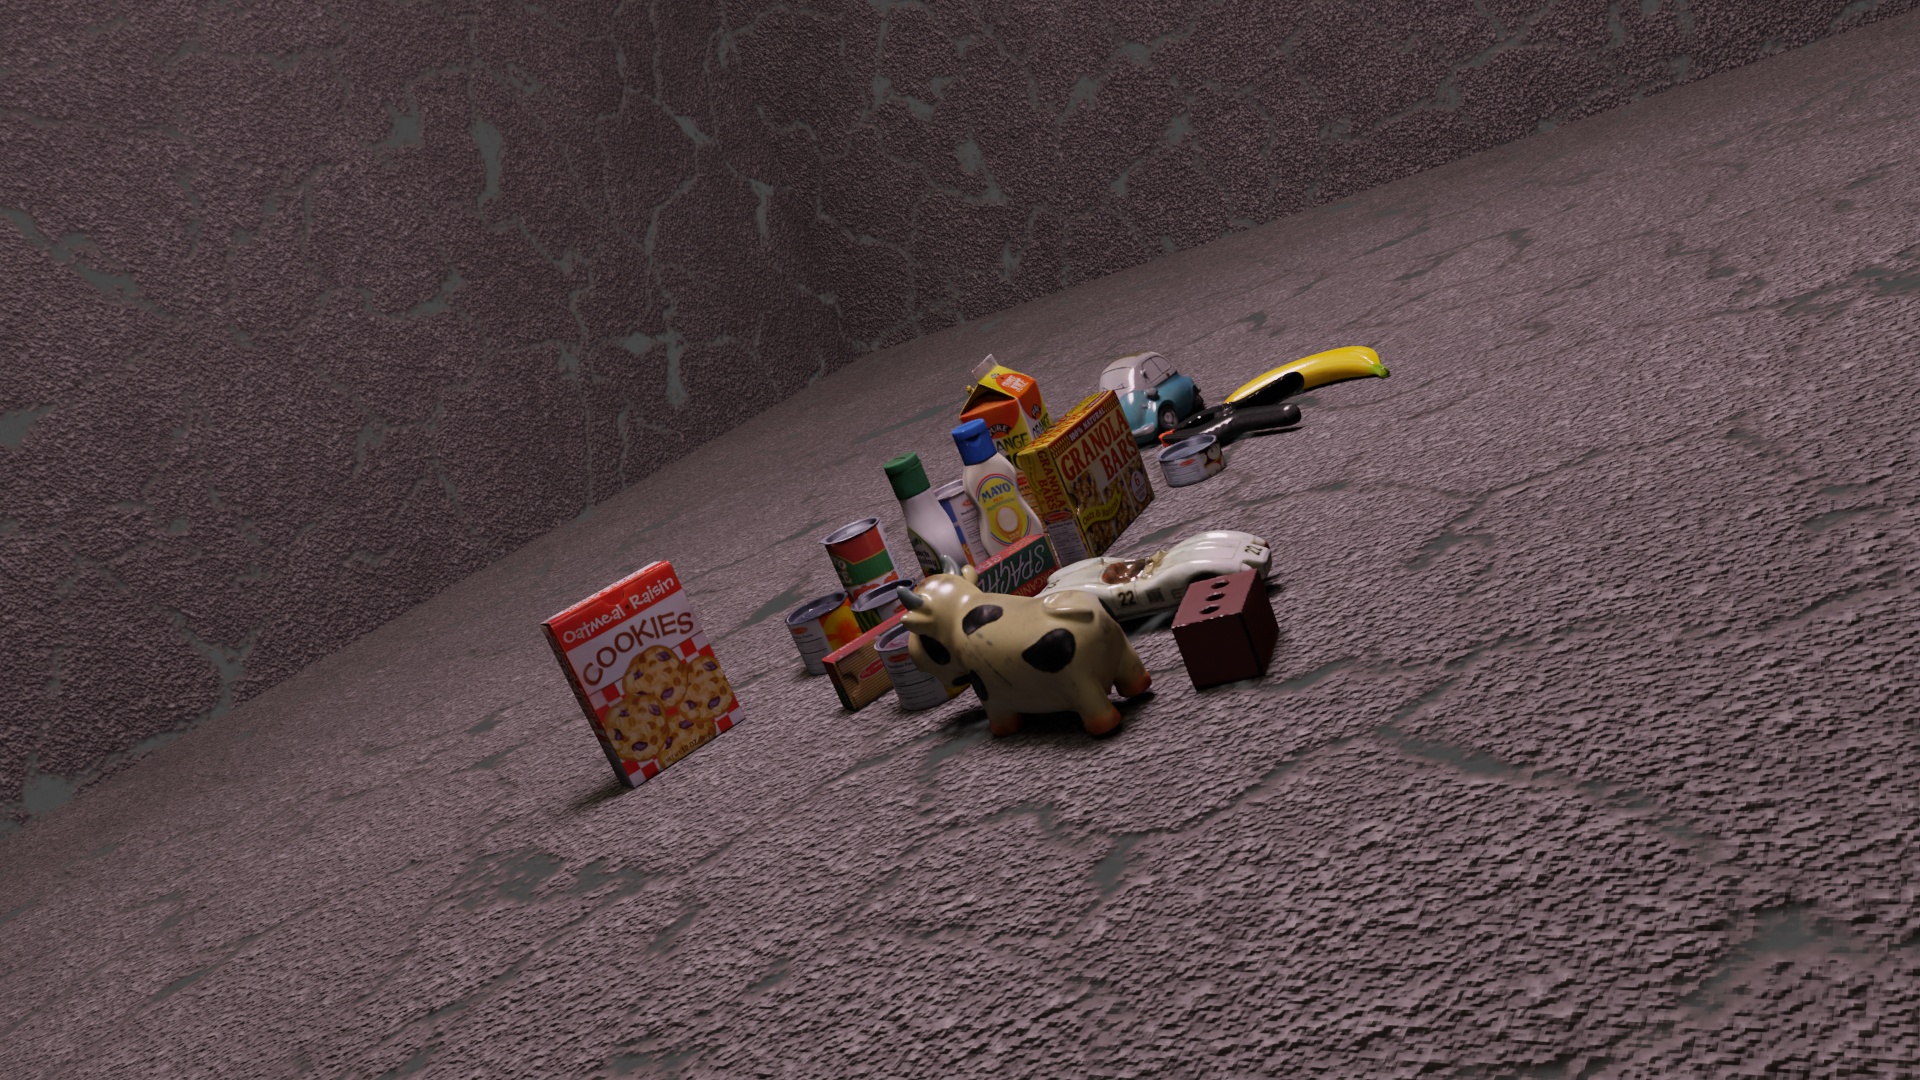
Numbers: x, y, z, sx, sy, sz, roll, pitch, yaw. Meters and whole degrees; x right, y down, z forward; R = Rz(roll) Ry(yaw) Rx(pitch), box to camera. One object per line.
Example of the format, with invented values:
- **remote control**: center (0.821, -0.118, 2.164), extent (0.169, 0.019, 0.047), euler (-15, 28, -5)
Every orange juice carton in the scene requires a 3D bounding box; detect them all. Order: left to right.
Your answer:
- **orange juice carton**: center (0.059, -0.104, 1.492), extent (0.073, 0.192, 0.072), euler (-16, 15, 25)

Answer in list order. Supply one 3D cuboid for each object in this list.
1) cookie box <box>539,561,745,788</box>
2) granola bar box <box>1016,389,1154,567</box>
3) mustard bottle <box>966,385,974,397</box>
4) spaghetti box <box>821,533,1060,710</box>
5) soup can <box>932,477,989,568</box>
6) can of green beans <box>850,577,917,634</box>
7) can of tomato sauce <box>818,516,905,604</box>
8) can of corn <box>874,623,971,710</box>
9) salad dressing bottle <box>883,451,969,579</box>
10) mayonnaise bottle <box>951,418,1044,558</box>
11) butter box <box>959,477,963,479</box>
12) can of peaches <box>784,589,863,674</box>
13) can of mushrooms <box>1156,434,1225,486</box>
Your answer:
- **cookie box**: center (-0.285, 0.119, 1.255), extent (0.123, 0.167, 0.040), euler (-31, 16, -31)
- **granola bar box**: center (0.129, -0.064, 1.378), extent (0.039, 0.124, 0.166), euler (-13, 17, 35)
- **mustard bottle**: center (0.041, -0.106, 1.598), extent (0.065, 0.160, 0.049), euler (-29, 15, -23)
- **spaghetti box**: center (-0.011, 0.070, 1.254), extent (0.251, 0.050, 0.028), euler (-31, 16, -29)
- **soup can**: center (0.005, -0.019, 1.486), extent (0.071, 0.083, 0.071), euler (-22, 14, 6)
- **can of green beans**: center (-0.061, 0.075, 1.295), extent (0.071, 0.057, 0.071), euler (-22, 14, 6)
- **can of tomato sauce**: center (-0.103, 0.026, 1.490), extent (0.071, 0.083, 0.071), euler (-22, 14, 6)
- **can of corn**: center (-0.028, 0.099, 1.154), extent (0.071, 0.058, 0.071), euler (-22, 14, 6)
- **salad dressing bottle**: center (-0.033, -0.016, 1.405), extent (0.044, 0.147, 0.064), euler (-28, 15, -21)
- **mayonnaise bottle**: center (0.034, -0.051, 1.426), extent (0.065, 0.147, 0.041), euler (-23, 13, -2)
- **butter box**: center (0.010, -0.039, 1.616), extent (0.024, 0.053, 0.104), euler (-19, 14, 15)
- **can of peaches**: center (-0.127, 0.089, 1.347), extent (0.071, 0.058, 0.071), euler (-22, 14, 6)
- **can of mushrooms**: center (0.244, -0.085, 1.462), extent (0.071, 0.033, 0.071), euler (-21, 14, 6)
